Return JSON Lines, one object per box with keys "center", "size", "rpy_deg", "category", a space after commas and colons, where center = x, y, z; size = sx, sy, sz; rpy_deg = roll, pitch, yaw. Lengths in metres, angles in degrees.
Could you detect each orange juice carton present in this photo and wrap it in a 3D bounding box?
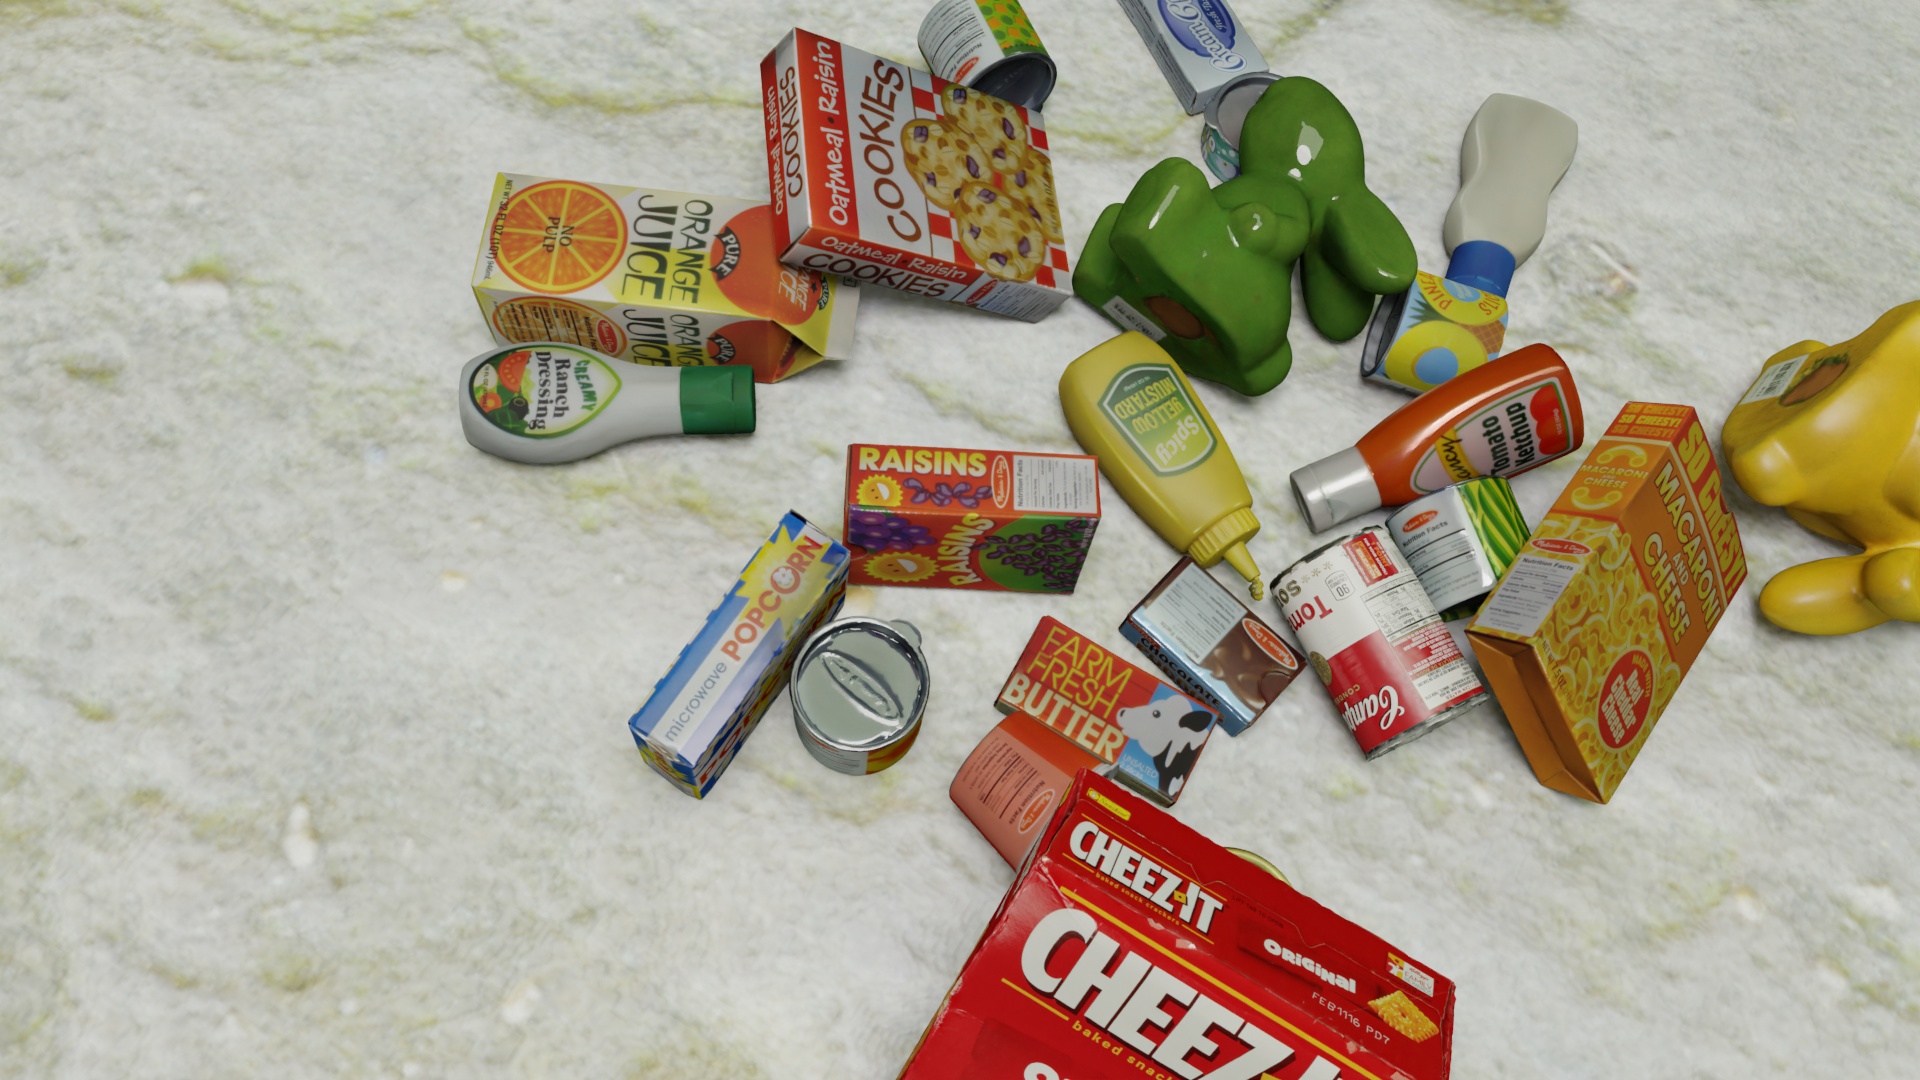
{"center": [-0.150, -0.137, 0.742], "size": [0.193, 0.072, 0.072], "rpy_deg": [6, 68, -4], "category": "orange juice carton"}

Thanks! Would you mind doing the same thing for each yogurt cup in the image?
{"center": [0.032, 0.119, 0.665], "size": [0.054, 0.072, 0.072], "rpy_deg": [39, 70, 18], "category": "yogurt cup"}

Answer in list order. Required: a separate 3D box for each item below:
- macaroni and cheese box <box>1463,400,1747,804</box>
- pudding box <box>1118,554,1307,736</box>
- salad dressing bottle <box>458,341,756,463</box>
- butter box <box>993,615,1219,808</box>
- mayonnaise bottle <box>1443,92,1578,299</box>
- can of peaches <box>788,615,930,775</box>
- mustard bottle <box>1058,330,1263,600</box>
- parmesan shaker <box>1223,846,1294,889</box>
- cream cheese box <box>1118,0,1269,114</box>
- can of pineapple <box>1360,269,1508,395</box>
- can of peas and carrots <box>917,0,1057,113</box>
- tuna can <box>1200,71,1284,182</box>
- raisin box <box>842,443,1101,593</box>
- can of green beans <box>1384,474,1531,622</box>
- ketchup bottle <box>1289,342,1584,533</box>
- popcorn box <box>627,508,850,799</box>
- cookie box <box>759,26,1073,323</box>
{"center": [0.334, 0.030, 0.704], "size": [0.167, 0.040, 0.123], "rpy_deg": [-48, 122, -19], "category": "macaroni and cheese box"}
{"center": [0.129, 0.055, 0.717], "size": [0.084, 0.030, 0.050], "rpy_deg": [43, 70, 11], "category": "pudding box"}
{"center": [-0.183, -0.073, 0.729], "size": [0.148, 0.044, 0.064], "rpy_deg": [-2, 70, -6], "category": "salad dressing bottle"}
{"center": [0.073, 0.086, 0.702], "size": [0.103, 0.024, 0.053], "rpy_deg": [30, 70, 6], "category": "butter box"}
{"center": [0.321, -0.196, 0.829], "size": [0.065, 0.041, 0.148], "rpy_deg": [22, 69, 5], "category": "mayonnaise bottle"}
{"center": [-0.048, 0.075, 0.677], "size": [0.071, 0.058, 0.071], "rpy_deg": [2, 68, -5], "category": "can of peaches"}
{"center": [0.117, -0.036, 0.741], "size": [0.065, 0.048, 0.160], "rpy_deg": [-31, 74, -14], "category": "mustard bottle"}
{"center": [0.105, 0.177, 0.627], "size": [0.071, 0.102, 0.071], "rpy_deg": [2, 69, -4], "category": "parmesan shaker"}
{"center": [0.144, -0.318, 0.868], "size": [0.053, 0.024, 0.104], "rpy_deg": [-23, 72, -12], "category": "cream cheese box"}
{"center": [0.265, -0.115, 0.775], "size": [0.058, 0.070, 0.071], "rpy_deg": [19, 68, 1], "category": "can of pineapple"}
{"center": [0.017, -0.284, 0.821], "size": [0.071, 0.070, 0.059], "rpy_deg": [-21, 72, -13], "category": "can of peas and carrots"}
{"center": [0.178, -0.246, 0.838], "size": [0.071, 0.032, 0.071], "rpy_deg": [2, 69, -5], "category": "tuna can"}
{"center": [0.002, -0.009, 0.699], "size": [0.123, 0.085, 0.040], "rpy_deg": [3, 63, -5], "category": "raisin box"}
{"center": [0.266, 0.005, 0.730], "size": [0.071, 0.071, 0.058], "rpy_deg": [-13, 72, -10], "category": "can of green beans"}
{"center": [0.252, -0.049, 0.742], "size": [0.149, 0.064, 0.044], "rpy_deg": [-23, 33, 6], "category": "ketchup bottle"}
{"center": [-0.103, 0.057, 0.664], "size": [0.038, 0.085, 0.127], "rpy_deg": [32, 69, 6], "category": "popcorn box"}
{"center": [-0.023, -0.195, 0.756], "size": [0.168, 0.040, 0.123], "rpy_deg": [7, 65, -34], "category": "cookie box"}
